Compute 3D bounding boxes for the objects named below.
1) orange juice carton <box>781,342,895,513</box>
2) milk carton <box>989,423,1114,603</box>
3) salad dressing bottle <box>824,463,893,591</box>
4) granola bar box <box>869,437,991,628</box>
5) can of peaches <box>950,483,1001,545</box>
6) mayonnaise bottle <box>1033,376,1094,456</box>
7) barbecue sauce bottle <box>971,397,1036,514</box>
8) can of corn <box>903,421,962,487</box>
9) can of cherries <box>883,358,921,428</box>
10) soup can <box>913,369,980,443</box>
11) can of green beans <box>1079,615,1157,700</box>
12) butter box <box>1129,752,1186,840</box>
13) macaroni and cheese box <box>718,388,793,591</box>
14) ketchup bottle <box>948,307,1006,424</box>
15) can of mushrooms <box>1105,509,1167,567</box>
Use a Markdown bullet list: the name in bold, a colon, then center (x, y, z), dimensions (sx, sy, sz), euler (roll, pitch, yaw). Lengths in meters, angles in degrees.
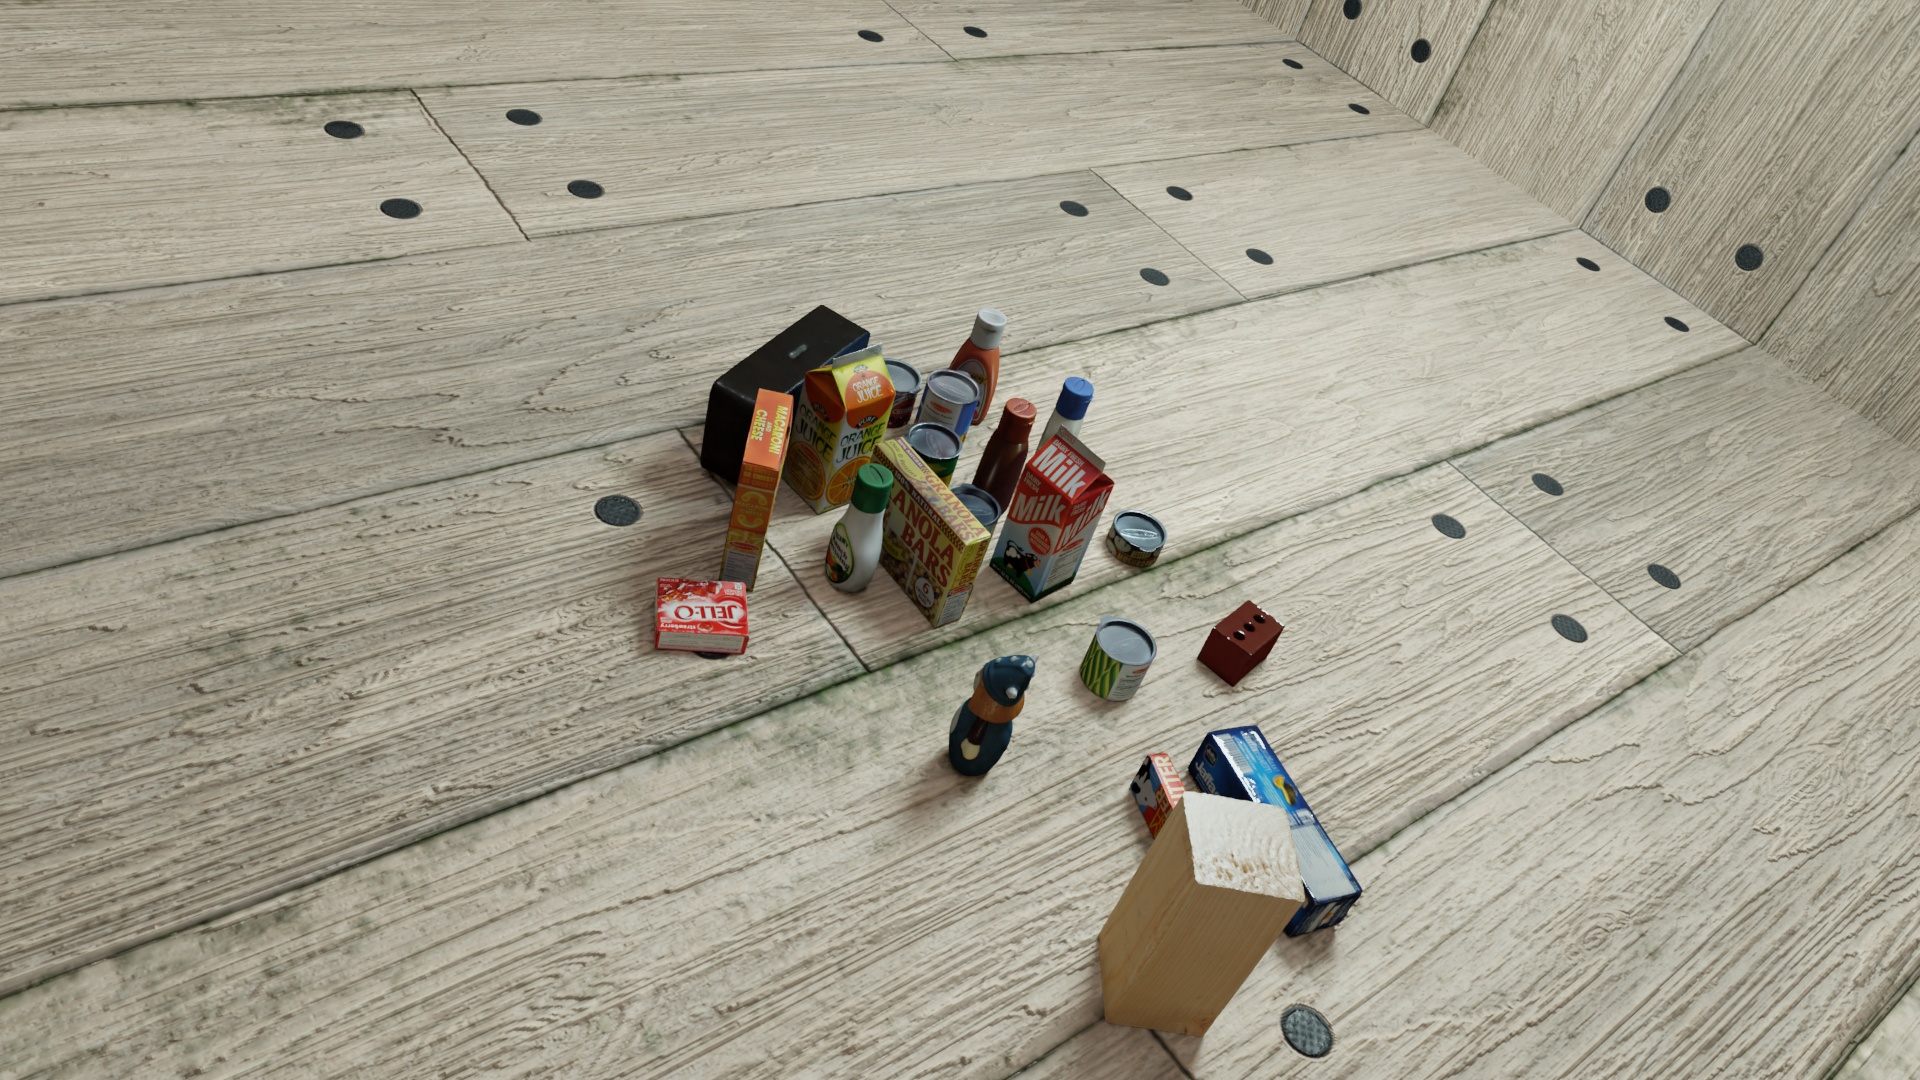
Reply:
- **orange juice carton**: center (-0.130, -0.129, 1.506), dimensions (0.072, 0.191, 0.073), euler (-23, 56, -39)
- **milk carton**: center (0.102, -0.032, 1.491), dimensions (0.074, 0.189, 0.072), euler (-24, 56, -40)
- **salad dressing bottle**: center (-0.102, -0.013, 1.421), dimensions (0.044, 0.146, 0.064), euler (-9, 48, -30)
- **granola bar box**: center (-0.043, -0.009, 1.459), dimensions (0.039, 0.123, 0.166), euler (-17, 52, -36)
- **can of peaches**: center (0.006, -0.019, 1.541), dimensions (0.071, 0.057, 0.071), euler (11, 40, -10)
- **mayonnaise bottle**: center (0.117, -0.125, 1.636), dimensions (0.041, 0.147, 0.065), euler (25, 40, 7)
- **barbecue sauce bottle**: center (0.049, -0.093, 1.572), dimensions (0.044, 0.147, 0.065), euler (38, 43, 21)
- **can of corn**: center (-0.039, -0.095, 1.609), dimensions (0.071, 0.058, 0.071), euler (11, 40, -10)
- **can of cherries**: center (-0.084, -0.177, 1.684), dimensions (0.071, 0.058, 0.072), euler (11, 40, -10)
- **soup can**: center (-0.017, -0.153, 1.664), dimensions (0.071, 0.083, 0.072), euler (11, 40, -10)
- **can of green beans**: center (0.163, 0.124, 1.442), dimensions (0.071, 0.057, 0.071), euler (11, 40, -10)
- **butter box**: center (0.196, 0.256, 1.309), dimensions (0.024, 0.052, 0.104), euler (-1, 44, -23)
- **macaroni and cheese box**: center (-0.206, -0.051, 1.408), dimensions (0.040, 0.165, 0.124), euler (12, 40, -9)
- **ketchup bottle**: center (0.019, -0.214, 1.697), dimensions (0.065, 0.148, 0.044), euler (21, 40, 1)
- **can of mushrooms**: center (0.205, -0.001, 1.619), dimensions (0.071, 0.033, 0.071), euler (11, 40, -10)
